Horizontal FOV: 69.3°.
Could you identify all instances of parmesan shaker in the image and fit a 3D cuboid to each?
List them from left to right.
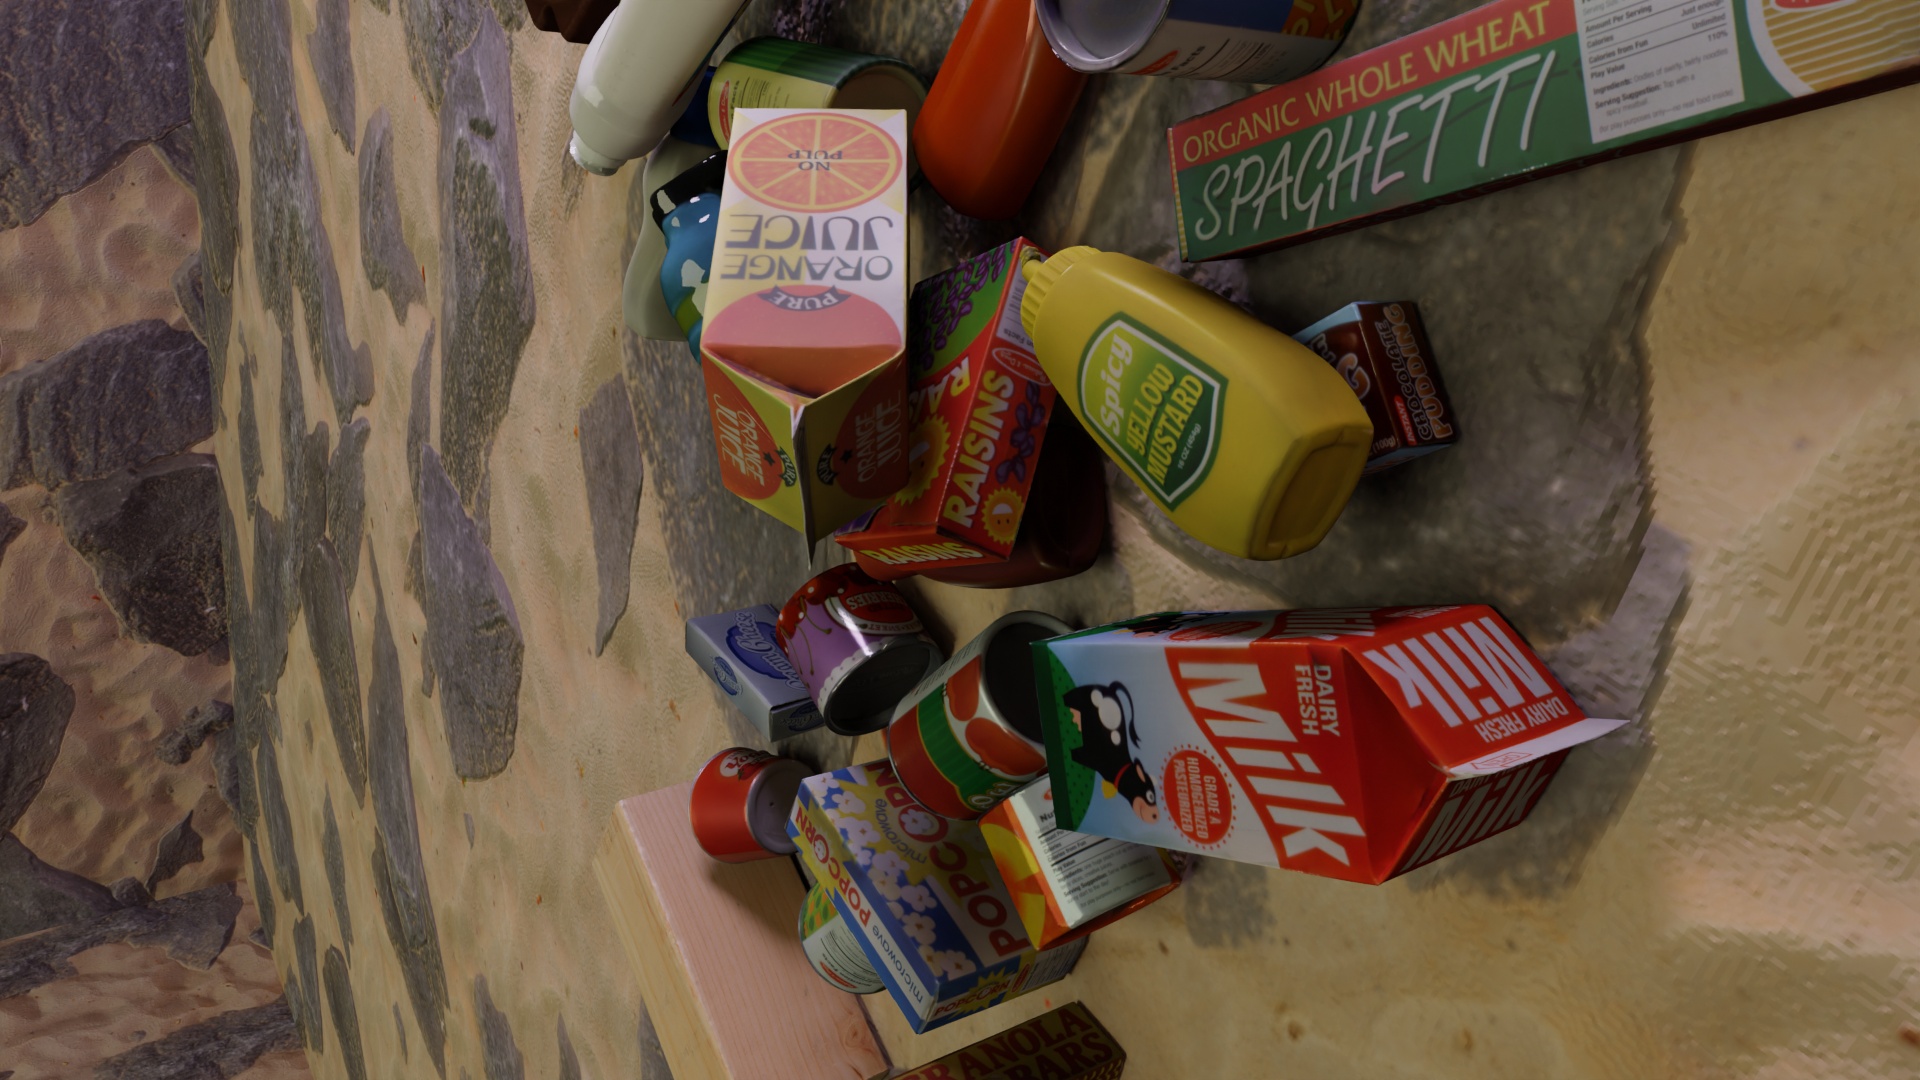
[{"bbox_3d":[-0.064,-0.193,0.646,0.103,0.071,0.071,30,122,46],"label":"parmesan shaker"}]

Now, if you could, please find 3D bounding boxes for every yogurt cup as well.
[{"bbox_3d":[-0.116,0.154,0.805,0.054,0.072,0.072,-10,90,47],"label":"yogurt cup"}]

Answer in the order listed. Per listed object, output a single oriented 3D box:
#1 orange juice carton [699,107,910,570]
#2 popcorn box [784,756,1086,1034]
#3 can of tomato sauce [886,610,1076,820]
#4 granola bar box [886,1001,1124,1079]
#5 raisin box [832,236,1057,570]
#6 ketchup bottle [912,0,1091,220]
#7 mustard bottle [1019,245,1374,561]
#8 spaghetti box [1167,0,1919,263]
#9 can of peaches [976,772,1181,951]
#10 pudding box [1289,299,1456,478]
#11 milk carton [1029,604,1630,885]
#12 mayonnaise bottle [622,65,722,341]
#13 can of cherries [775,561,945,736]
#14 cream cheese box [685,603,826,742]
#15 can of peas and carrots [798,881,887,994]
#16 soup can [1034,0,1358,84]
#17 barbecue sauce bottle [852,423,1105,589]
[{"bbox_3d":[-0.056,-0.083,0.534,0.071,0.073,0.194,92,177,-49],"label":"orange juice carton"},{"bbox_3d":[-0.013,0.156,0.641,0.127,0.085,0.038,48,133,38],"label":"popcorn box"},{"bbox_3d":[0.017,0.078,0.598,0.082,0.071,0.071,-45,62,49],"label":"can of tomato sauce"},{"bbox_3d":[-0.015,0.282,0.605,0.039,0.166,0.123,40,129,43],"label":"granola bar box"},{"bbox_3d":[-0.001,-0.052,0.564,0.086,0.040,0.123,-6,64,57],"label":"raisin box"},{"bbox_3d":[0.029,-0.197,0.533,0.148,0.043,0.065,-57,46,44],"label":"ketchup bottle"},{"bbox_3d":[0.062,-0.058,0.462,0.161,0.049,0.065,46,130,39],"label":"mustard bottle"},{"bbox_3d":[0.155,-0.125,0.388,0.249,0.029,0.050,-3,95,55],"label":"spaghetti box"},{"bbox_3d":[0.048,0.128,0.568,0.071,0.071,0.058,-51,58,47],"label":"can of peaches"},{"bbox_3d":[0.116,-0.042,0.461,0.083,0.030,0.049,-26,76,54],"label":"pudding box"},{"bbox_3d":[0.111,0.062,0.457,0.190,0.072,0.073,-6,93,54],"label":"milk carton"},{"bbox_3d":[-0.148,-0.185,0.770,0.041,0.065,0.147,38,124,44],"label":"mayonnaise bottle"},{"bbox_3d":[-0.049,0.051,0.684,0.058,0.072,0.071,53,137,34],"label":"can of cherries"},{"bbox_3d":[-0.109,0.072,0.782,0.104,0.053,0.024,36,128,44],"label":"cream cheese box"},{"bbox_3d":[-0.040,0.188,0.707,0.058,0.071,0.071,-49,59,47],"label":"can of peas and carrots"},{"bbox_3d":[0.075,-0.183,0.438,0.071,0.084,0.071,17,112,51],"label":"soup can"},{"bbox_3d":[0.002,-0.008,0.617,0.148,0.044,0.065,-14,75,55],"label":"barbecue sauce bottle"}]
